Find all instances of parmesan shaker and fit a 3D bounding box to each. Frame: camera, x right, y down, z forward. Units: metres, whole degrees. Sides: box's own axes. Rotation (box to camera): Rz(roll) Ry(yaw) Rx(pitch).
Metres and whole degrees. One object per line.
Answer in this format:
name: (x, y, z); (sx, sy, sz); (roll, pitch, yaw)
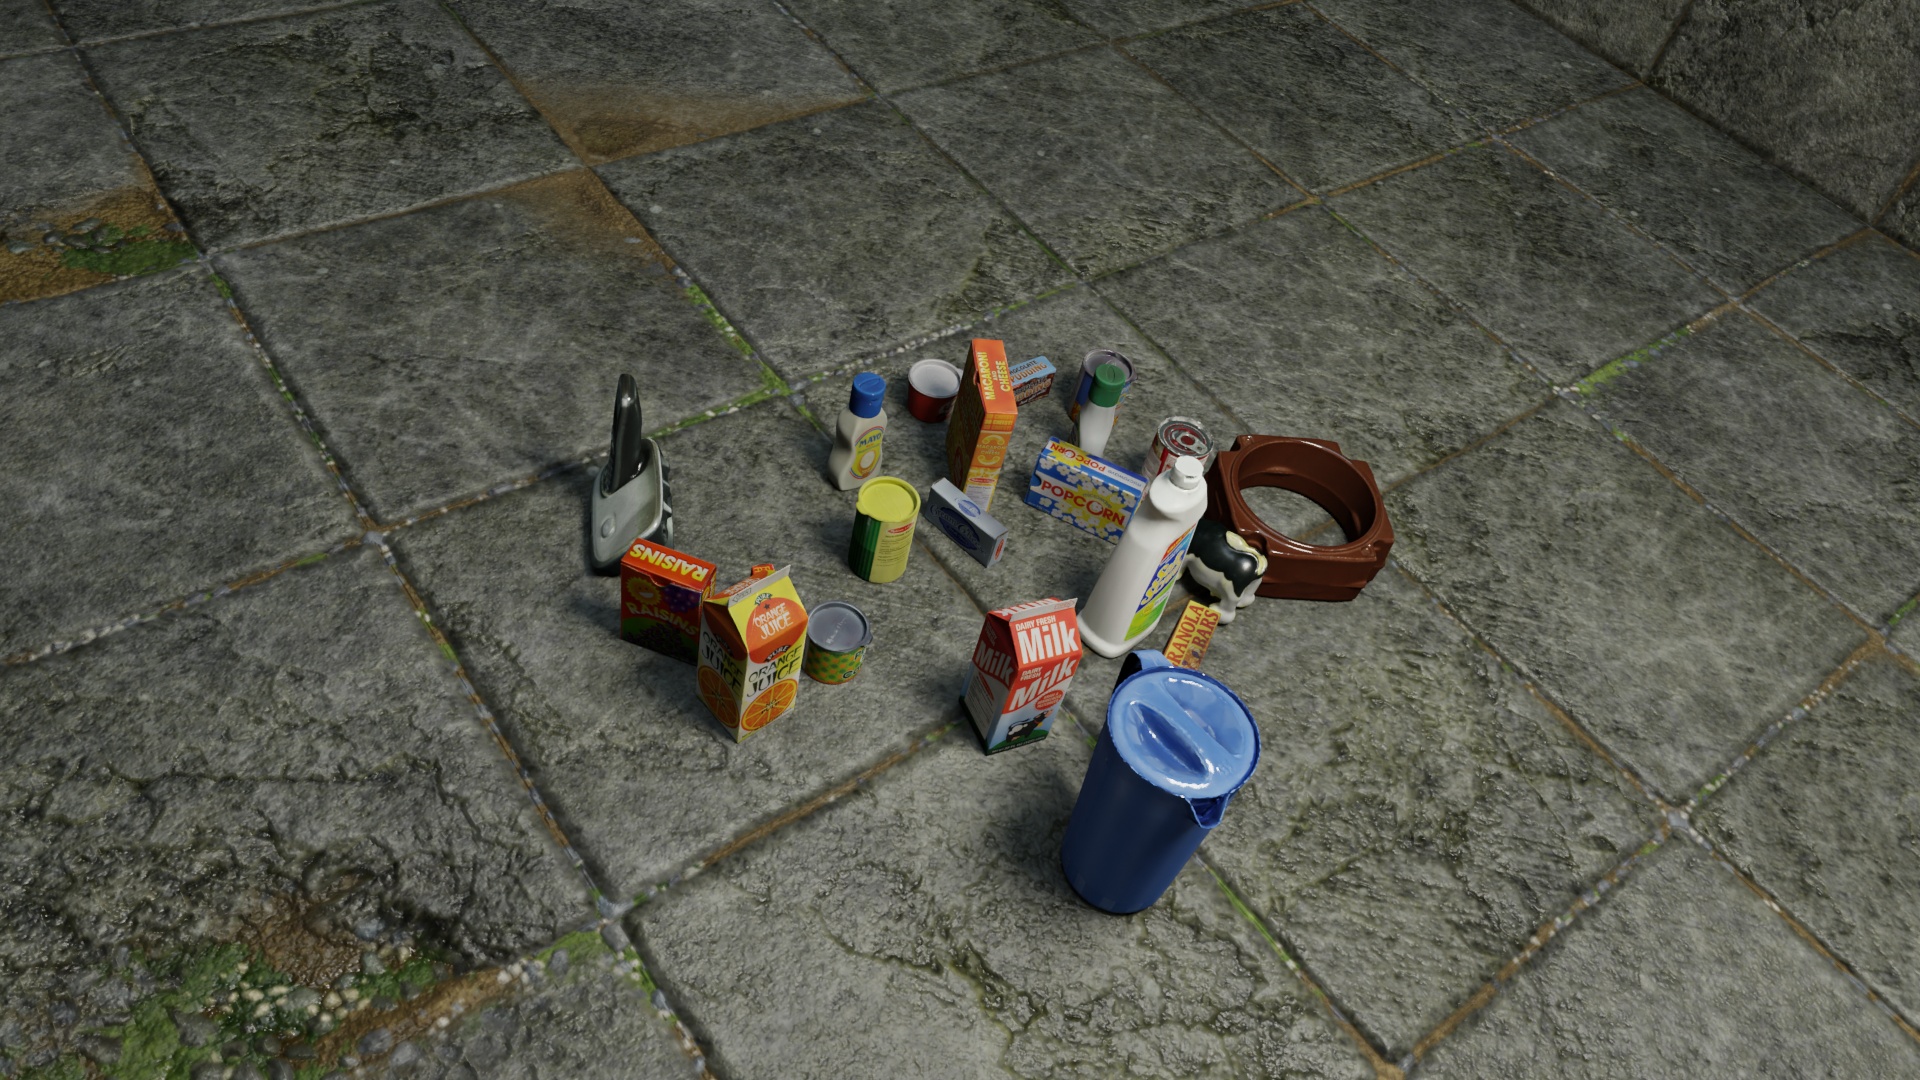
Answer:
parmesan shaker: (-0.087, -0.010, 1.500); (0.071, 0.102, 0.072); (7, 47, -8)

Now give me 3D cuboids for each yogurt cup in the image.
yogurt cup: (-0.034, -0.181, 1.702); (0.072, 0.053, 0.073); (7, 47, -8)

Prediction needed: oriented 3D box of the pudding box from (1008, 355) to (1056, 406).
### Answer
pudding box: (0.076, -0.197, 1.746); (0.084, 0.049, 0.030); (-22, 57, -30)

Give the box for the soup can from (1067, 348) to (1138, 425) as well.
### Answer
soup can: (0.178, -0.186, 1.739); (0.071, 0.083, 0.072); (7, 47, -8)

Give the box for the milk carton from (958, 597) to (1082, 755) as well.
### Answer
milk carton: (0.061, 0.122, 1.357); (0.072, 0.189, 0.074); (-12, 53, -24)

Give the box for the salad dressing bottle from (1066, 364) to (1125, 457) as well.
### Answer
salad dressing bottle: (0.160, -0.144, 1.653); (0.044, 0.146, 0.064); (9, 47, -6)

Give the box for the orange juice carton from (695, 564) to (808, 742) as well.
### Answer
orange juice carton: (-0.197, 0.099, 1.312); (0.072, 0.191, 0.073); (-29, 61, -33)

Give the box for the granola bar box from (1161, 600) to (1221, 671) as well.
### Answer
granola bar box: (0.205, 0.158, 1.406); (0.039, 0.123, 0.166); (25, 47, 9)

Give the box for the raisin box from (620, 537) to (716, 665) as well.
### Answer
raisin box: (-0.289, 0.062, 1.370); (0.086, 0.122, 0.040); (20, 47, 4)

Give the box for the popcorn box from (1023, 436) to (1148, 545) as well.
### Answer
popcorn box: (0.146, -0.057, 1.613); (0.127, 0.084, 0.038); (25, 48, 9)

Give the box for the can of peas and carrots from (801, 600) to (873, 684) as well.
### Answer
can of peas and carrots: (-0.126, 0.105, 1.416); (0.071, 0.058, 0.071); (7, 47, -8)

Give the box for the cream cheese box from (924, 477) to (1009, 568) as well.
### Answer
cream cheese box: (0.006, -0.020, 1.565); (0.104, 0.053, 0.024); (40, 51, 21)

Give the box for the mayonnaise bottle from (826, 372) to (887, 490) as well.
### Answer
mayonnaise bottle: (-0.113, -0.123, 1.565); (0.065, 0.147, 0.041); (-26, 59, -32)

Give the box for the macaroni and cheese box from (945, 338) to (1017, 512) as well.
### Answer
macaroni and cheese box: (0.021, -0.128, 1.591); (0.040, 0.165, 0.124); (2, 48, -13)

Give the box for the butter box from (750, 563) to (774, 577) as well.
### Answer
butter box: (-0.194, 0.079, 1.426); (0.024, 0.052, 0.104); (-8, 51, -20)
